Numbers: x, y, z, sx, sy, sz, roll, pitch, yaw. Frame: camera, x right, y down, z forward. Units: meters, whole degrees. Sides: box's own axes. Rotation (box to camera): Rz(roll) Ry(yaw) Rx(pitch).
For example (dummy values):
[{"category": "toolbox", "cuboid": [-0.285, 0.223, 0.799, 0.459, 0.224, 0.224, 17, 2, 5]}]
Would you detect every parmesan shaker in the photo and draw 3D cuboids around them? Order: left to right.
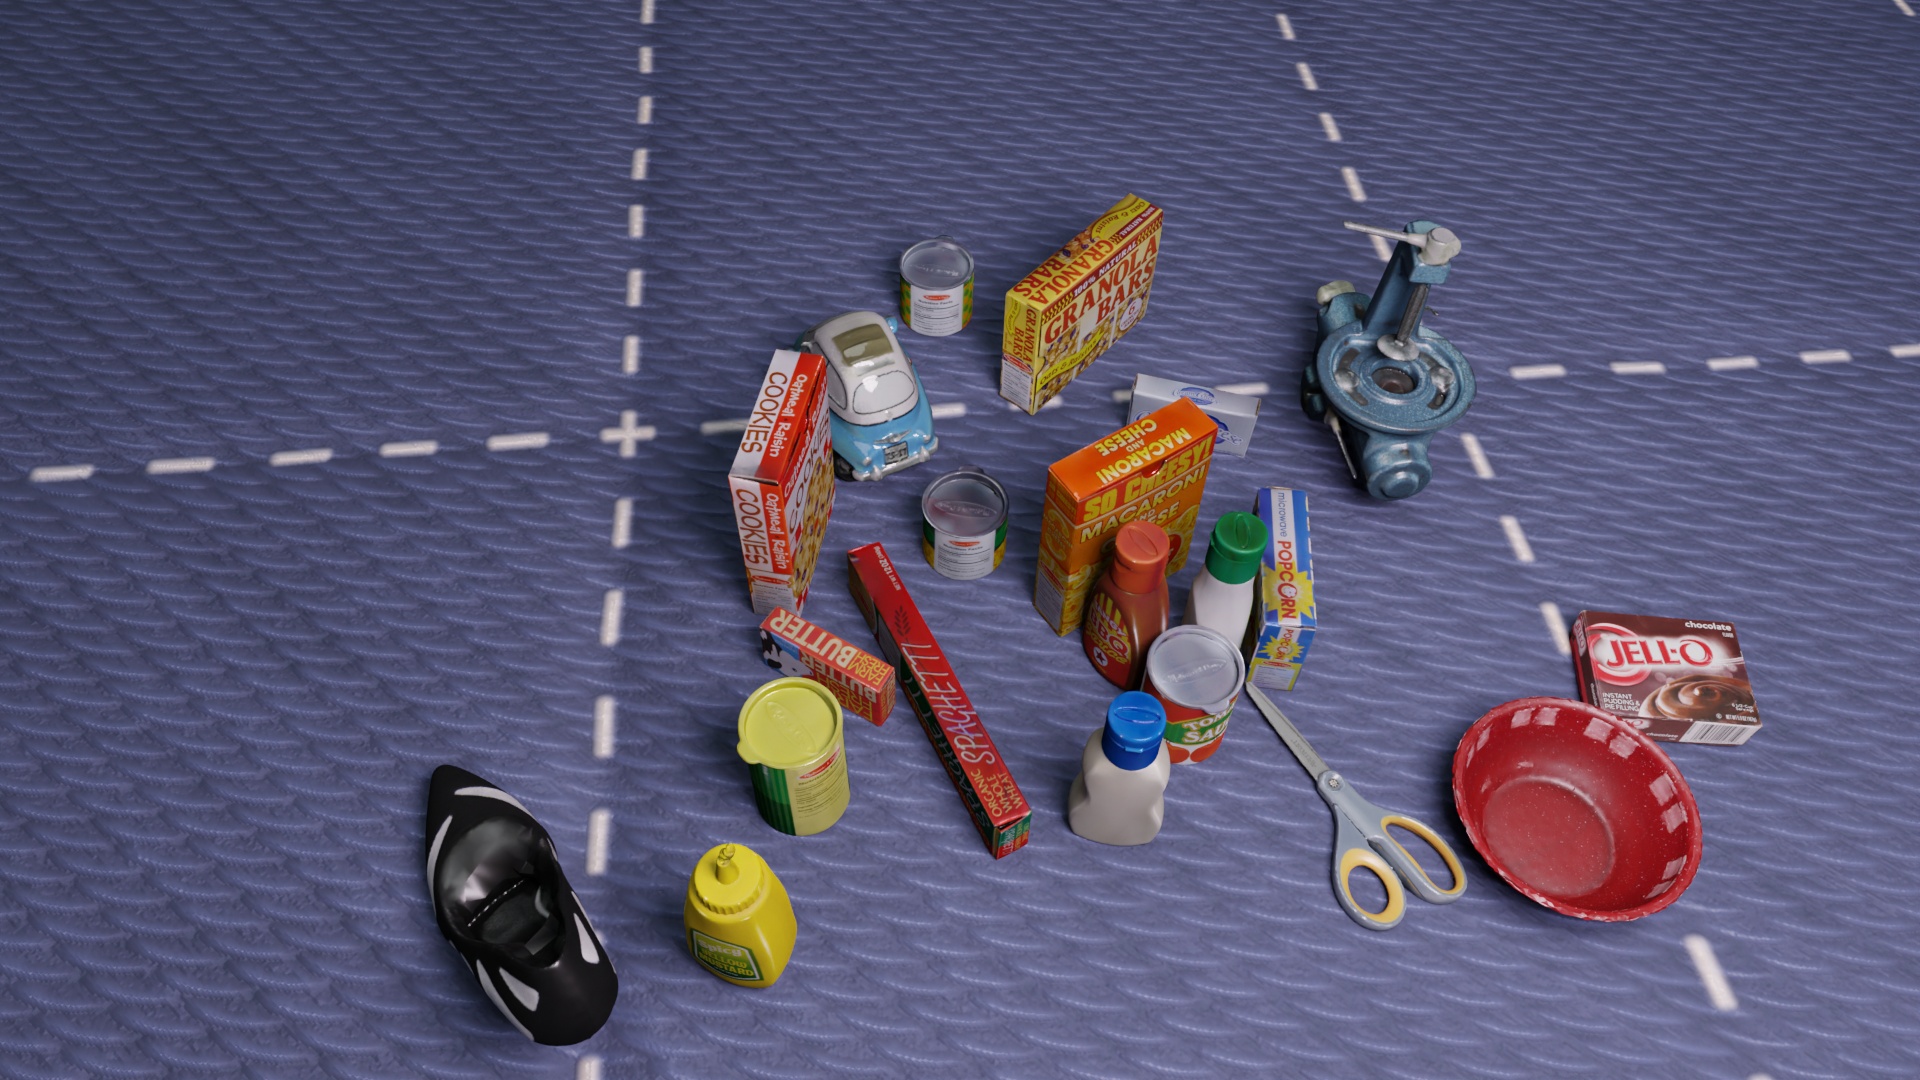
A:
[{"category": "parmesan shaker", "cuboid": [-0.111, 0.147, 0.921, 0.071, 0.102, 0.071, 1, 53, -1]}]

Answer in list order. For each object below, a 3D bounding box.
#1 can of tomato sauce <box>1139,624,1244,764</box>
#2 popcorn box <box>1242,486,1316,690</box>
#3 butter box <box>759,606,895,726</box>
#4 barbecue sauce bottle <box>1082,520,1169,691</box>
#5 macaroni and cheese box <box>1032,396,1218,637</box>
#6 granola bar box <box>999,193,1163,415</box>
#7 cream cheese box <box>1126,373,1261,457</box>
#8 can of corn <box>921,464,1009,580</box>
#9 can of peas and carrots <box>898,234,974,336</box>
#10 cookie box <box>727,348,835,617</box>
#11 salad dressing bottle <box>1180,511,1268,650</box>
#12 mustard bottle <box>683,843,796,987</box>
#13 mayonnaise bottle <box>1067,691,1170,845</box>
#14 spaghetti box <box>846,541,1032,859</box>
[{"category": "can of tomato sauce", "cuboid": [0.159, 0.110, 0.969, 0.071, 0.082, 0.071, 1, 53, -1]}, {"category": "popcorn box", "cuboid": [0.233, 0.035, 1.026, 0.038, 0.084, 0.127, 5, 53, 2]}, {"category": "butter box", "cuboid": [-0.094, 0.090, 0.995, 0.103, 0.052, 0.024, 26, 57, 17]}, {"category": "barbecue sauce bottle", "cuboid": [0.120, 0.044, 0.977, 0.044, 0.147, 0.065, -29, 59, -21]}, {"category": "macaroni and cheese box", "cuboid": [0.118, -0.014, 1.009, 0.124, 0.165, 0.040, -28, 59, -20]}, {"category": "granola bar box", "cuboid": [0.102, -0.199, 1.174, 0.039, 0.123, 0.166, 35, 60, 22]}, {"category": "cream cheese box", "cuboid": [0.191, -0.103, 1.148, 0.104, 0.053, 0.024, 13, 54, 8]}, {"category": "can of corn", "cuboid": [0.004, -0.013, 1.073, 0.071, 0.058, 0.071, 1, 53, -1]}, {"category": "can of peas and carrots", "cuboid": [-0.021, -0.225, 1.231, 0.071, 0.058, 0.071, 1, 53, -1]}, {"category": "cookie box", "cuboid": [-0.126, -0.039, 1.020, 0.040, 0.166, 0.123, 9, 54, 5]}, {"category": "salad dressing bottle", "cuboid": [0.186, 0.038, 0.984, 0.044, 0.146, 0.064, 2, 53, 0]}, {"category": "mustard bottle", "cuboid": [-0.135, 0.219, 0.831, 0.065, 0.159, 0.049, 15, 54, 10]}, {"category": "mayonnaise bottle", "cuboid": [0.106, 0.149, 0.898, 0.065, 0.147, 0.041, 7, 53, 3]}, {"category": "spaghetti box", "cuboid": [-0.019, 0.108, 0.986, 0.029, 0.050, 0.251, -21, 56, -16]}]
